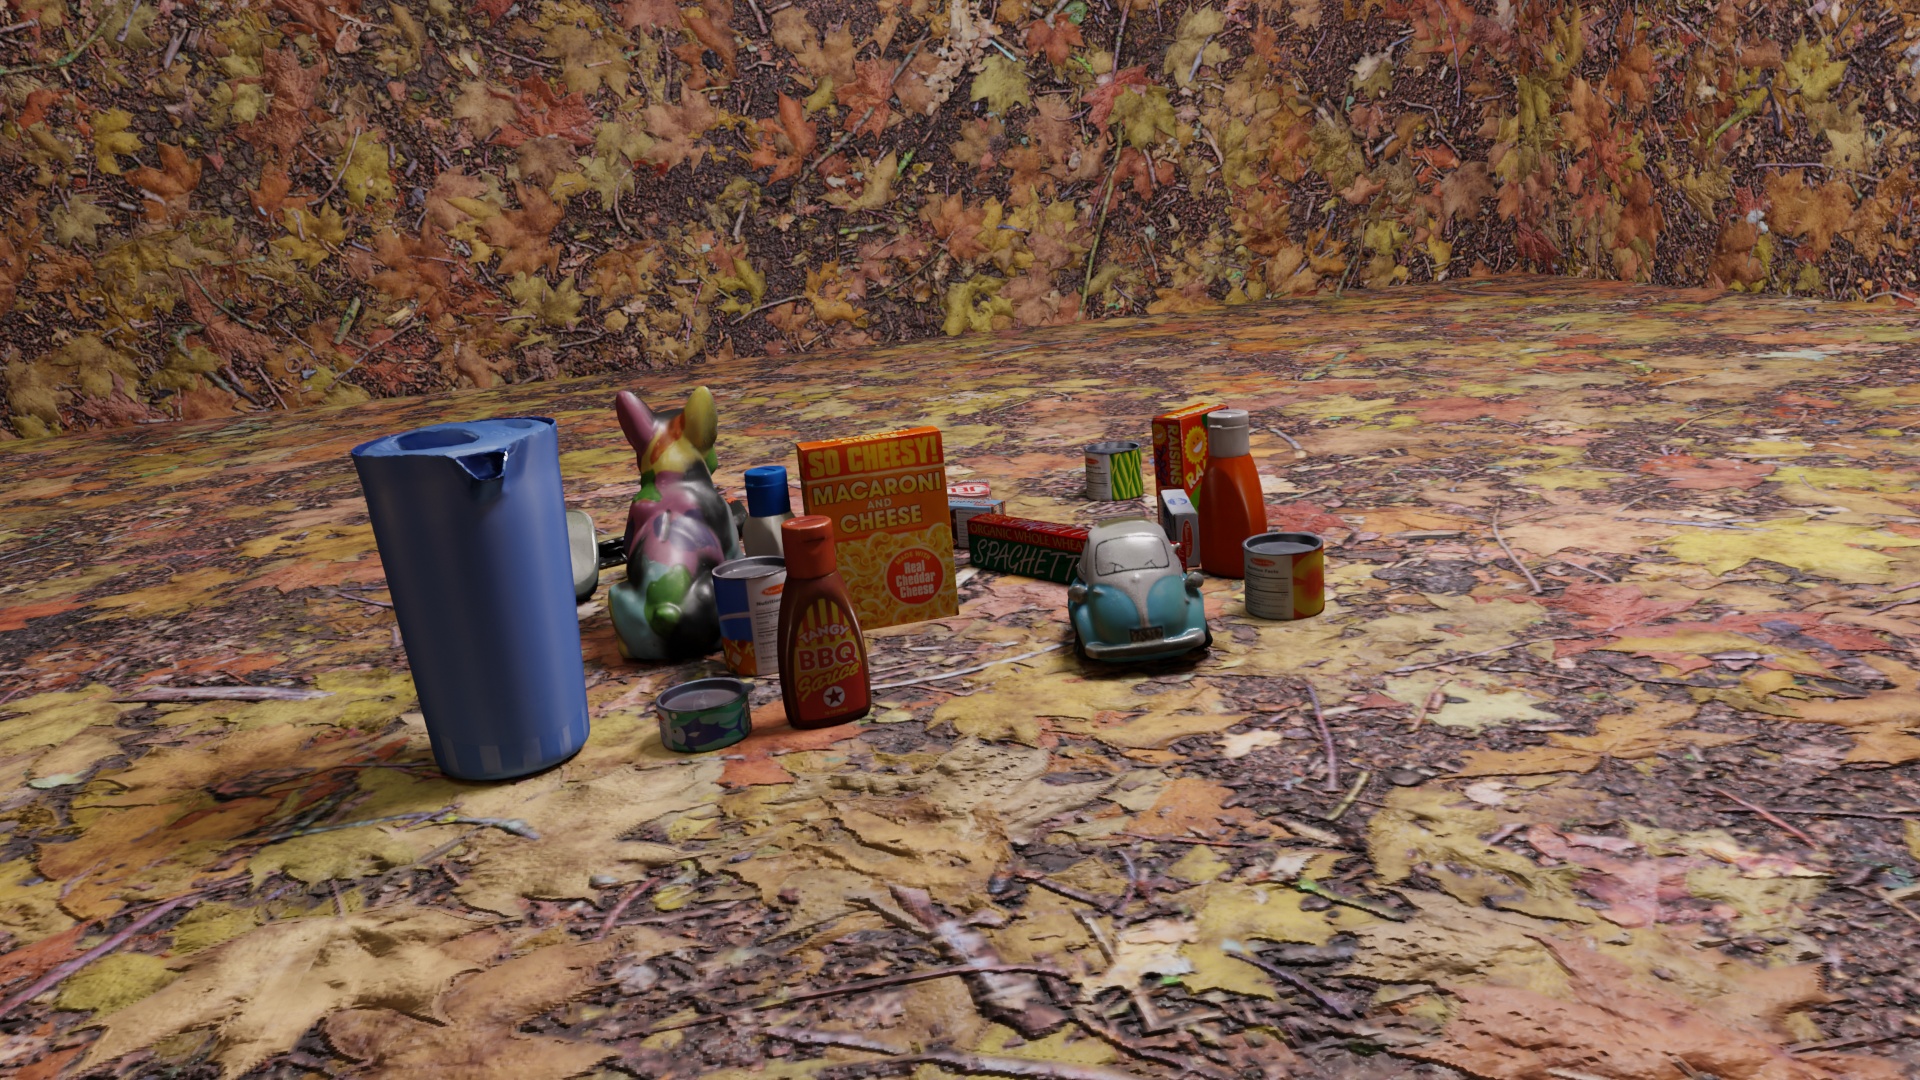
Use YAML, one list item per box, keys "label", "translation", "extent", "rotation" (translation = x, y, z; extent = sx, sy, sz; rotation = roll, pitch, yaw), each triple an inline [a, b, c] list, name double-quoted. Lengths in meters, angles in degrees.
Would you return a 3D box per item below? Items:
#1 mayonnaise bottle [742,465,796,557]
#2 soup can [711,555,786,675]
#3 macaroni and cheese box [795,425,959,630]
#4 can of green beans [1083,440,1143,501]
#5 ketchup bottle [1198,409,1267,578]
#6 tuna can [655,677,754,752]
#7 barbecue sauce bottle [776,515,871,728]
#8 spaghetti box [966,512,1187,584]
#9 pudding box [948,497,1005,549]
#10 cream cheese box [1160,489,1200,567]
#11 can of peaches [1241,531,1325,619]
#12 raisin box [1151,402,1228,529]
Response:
- label: "mayonnaise bottle"
  translation: [-0.159, 0.011, 1.197]
  extent: [0.065, 0.147, 0.041]
  rotation: [9, 20, 44]
- label: "soup can"
  translation: [-0.167, 0.060, 1.138]
  extent: [0.071, 0.083, 0.071]
  rotation: [-5, 14, 1]
- label: "macaroni and cheese box"
  translation: [-0.072, -0.009, 1.207]
  extent: [0.124, 0.166, 0.040]
  rotation: [-9, 14, -13]
- label: "can of green beans"
  translation: [0.177, -0.080, 1.602]
  extent: [0.071, 0.057, 0.071]
  rotation: [-5, 14, 1]
- label: "ketchup bottle"
  translation: [0.244, -0.042, 1.255]
  extent: [0.044, 0.148, 0.065]
  rotation: [-18, 19, -40]
- label: "tuna can"
  translation: [-0.182, 0.125, 0.999]
  extent: [0.071, 0.032, 0.071]
  rotation: [-5, 15, 1]
- label: "barbecue sauce bottle"
  translation: [-0.103, 0.057, 0.999]
  extent: [0.065, 0.148, 0.044]
  rotation: [-10, 15, -18]
- label: "spaghetti box"
  translation: [0.102, 0.013, 1.288]
  extent: [0.029, 0.050, 0.250]
  rotation: [-18, 20, -42]
- label: "pudding box"
  translation: [0.005, -0.018, 1.442]
  extent: [0.083, 0.049, 0.030]
  rotation: [3, 17, 31]
- label: "cream cheese box"
  translation: [0.212, -0.013, 1.342]
  extent: [0.024, 0.053, 0.104]
  rotation: [-5, 15, 3]
- label: "can of peaches"
  translation: [0.270, 0.028, 1.155]
  extent: [0.071, 0.058, 0.071]
  rotation: [-5, 14, 1]
- label: "raisin box"
  translation: [0.239, -0.073, 1.422]
  extent: [0.086, 0.123, 0.040]
  rotation: [-18, 19, -41]
